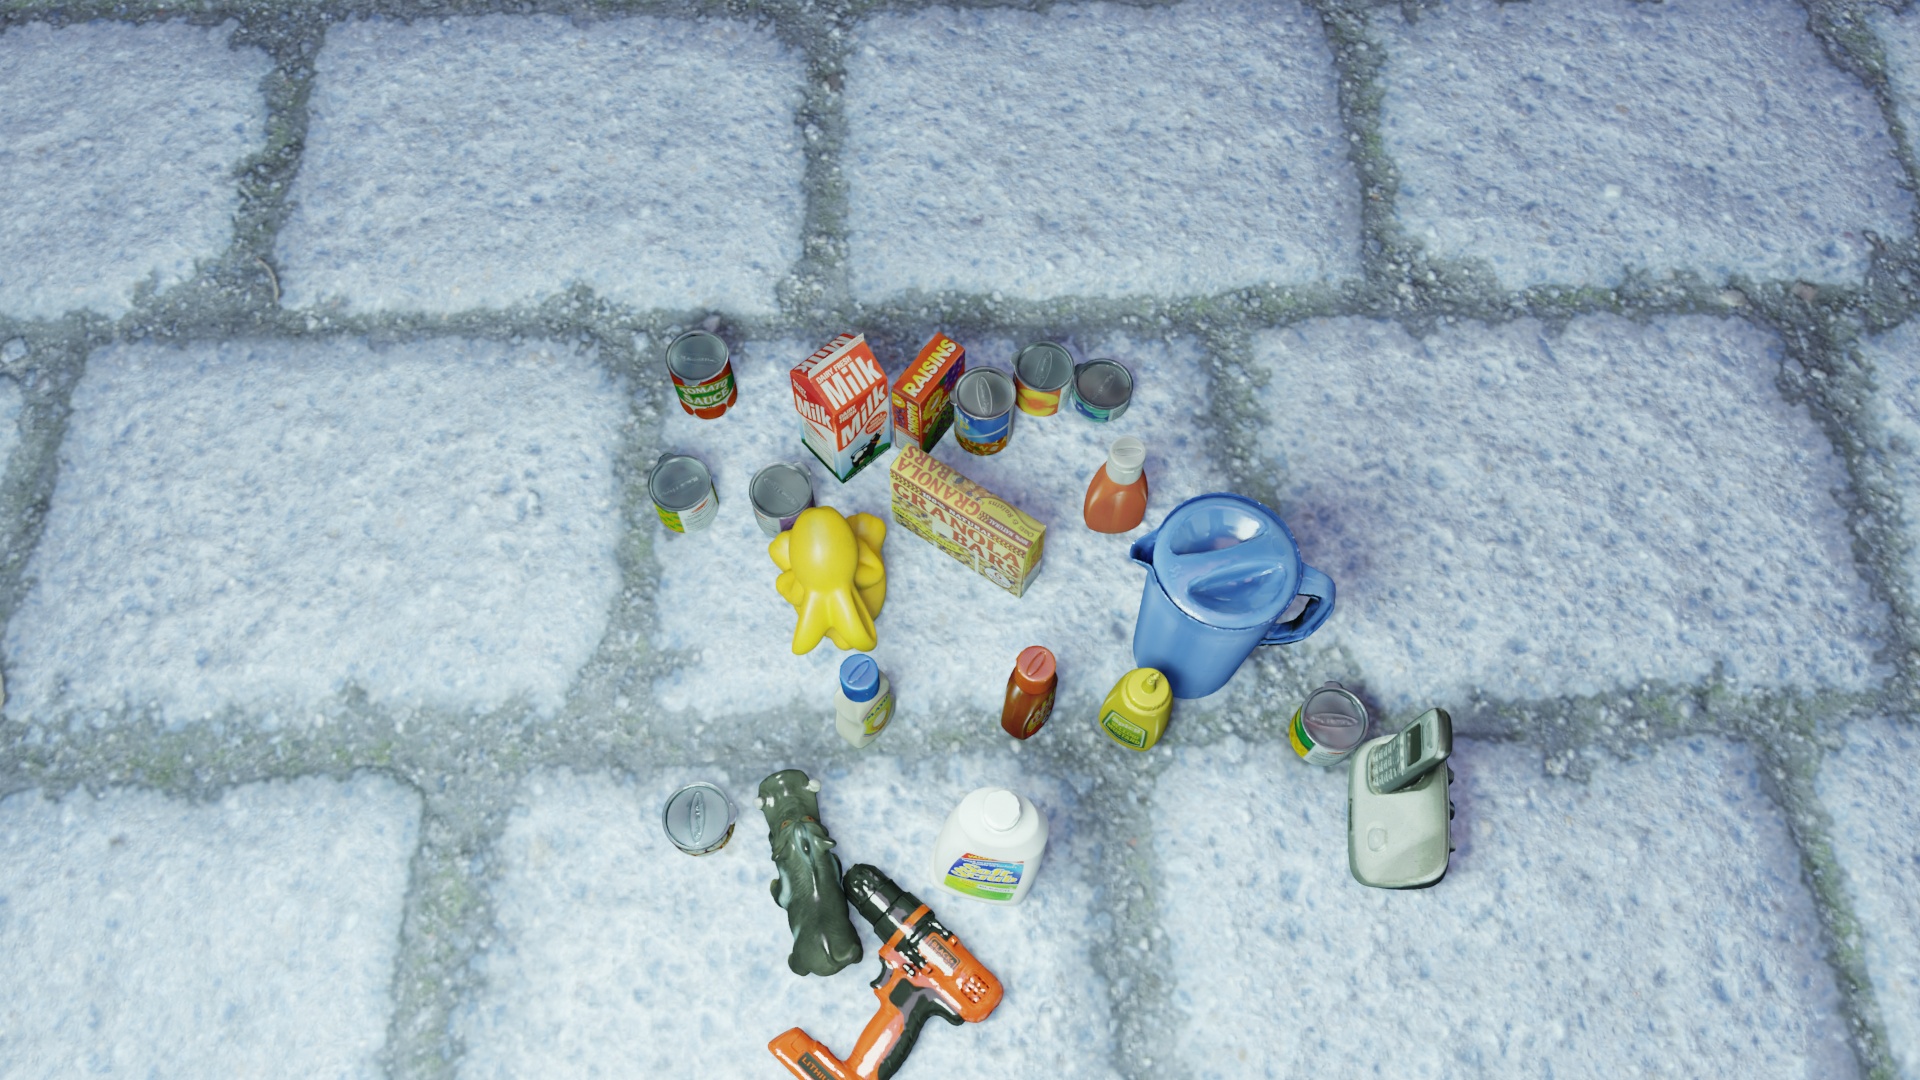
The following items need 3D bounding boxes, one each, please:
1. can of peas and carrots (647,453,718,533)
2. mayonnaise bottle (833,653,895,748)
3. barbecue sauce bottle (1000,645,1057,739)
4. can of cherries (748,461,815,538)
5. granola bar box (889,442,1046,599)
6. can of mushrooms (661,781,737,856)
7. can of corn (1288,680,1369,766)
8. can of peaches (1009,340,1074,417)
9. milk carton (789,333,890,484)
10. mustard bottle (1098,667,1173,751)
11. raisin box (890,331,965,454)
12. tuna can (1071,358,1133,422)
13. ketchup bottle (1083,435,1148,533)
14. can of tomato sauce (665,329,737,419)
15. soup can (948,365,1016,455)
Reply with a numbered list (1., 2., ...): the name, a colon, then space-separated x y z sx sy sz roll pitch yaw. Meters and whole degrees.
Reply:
1. can of peas and carrots: -0.293 -0.050 1.464 0.071 0.058 0.071 0 65 -1
2. mayonnaise bottle: -0.093 0.150 1.324 0.041 0.147 0.065 37 70 15
3. barbecue sauce bottle: 0.068 0.142 1.330 0.044 0.148 0.065 33 69 14
4. can of cherries: -0.184 -0.043 1.462 0.071 0.058 0.072 0 65 -1
5. granola bar box: 0.005 -0.018 1.417 0.166 0.123 0.039 32 69 13
6. can of mushrooms: -0.248 0.267 1.330 0.071 0.033 0.071 0 65 -1
7. can of corn: 0.361 0.181 1.366 0.071 0.058 0.071 0 65 -1
8. can of peaches: 0.088 -0.178 1.530 0.071 0.057 0.071 0 65 -1
9. milk carton: -0.123 -0.144 1.438 0.072 0.189 0.073 -39 72 -17
10. mustard bottle: 0.170 0.154 1.319 0.065 0.159 0.049 30 69 12
11. raisin box: -0.033 -0.152 1.480 0.040 0.123 0.086 33 69 13
12. tuna can: 0.155 -0.167 1.539 0.071 0.032 0.071 0 65 -1
13. ketchup bottle: 0.163 -0.056 1.424 0.065 0.148 0.044 -3 65 -2
14. can of tomato sauce: -0.280 -0.177 1.510 0.071 0.082 0.071 0 65 -1
15. soup can: 0.023 -0.138 1.496 0.071 0.083 0.071 0 65 -1
